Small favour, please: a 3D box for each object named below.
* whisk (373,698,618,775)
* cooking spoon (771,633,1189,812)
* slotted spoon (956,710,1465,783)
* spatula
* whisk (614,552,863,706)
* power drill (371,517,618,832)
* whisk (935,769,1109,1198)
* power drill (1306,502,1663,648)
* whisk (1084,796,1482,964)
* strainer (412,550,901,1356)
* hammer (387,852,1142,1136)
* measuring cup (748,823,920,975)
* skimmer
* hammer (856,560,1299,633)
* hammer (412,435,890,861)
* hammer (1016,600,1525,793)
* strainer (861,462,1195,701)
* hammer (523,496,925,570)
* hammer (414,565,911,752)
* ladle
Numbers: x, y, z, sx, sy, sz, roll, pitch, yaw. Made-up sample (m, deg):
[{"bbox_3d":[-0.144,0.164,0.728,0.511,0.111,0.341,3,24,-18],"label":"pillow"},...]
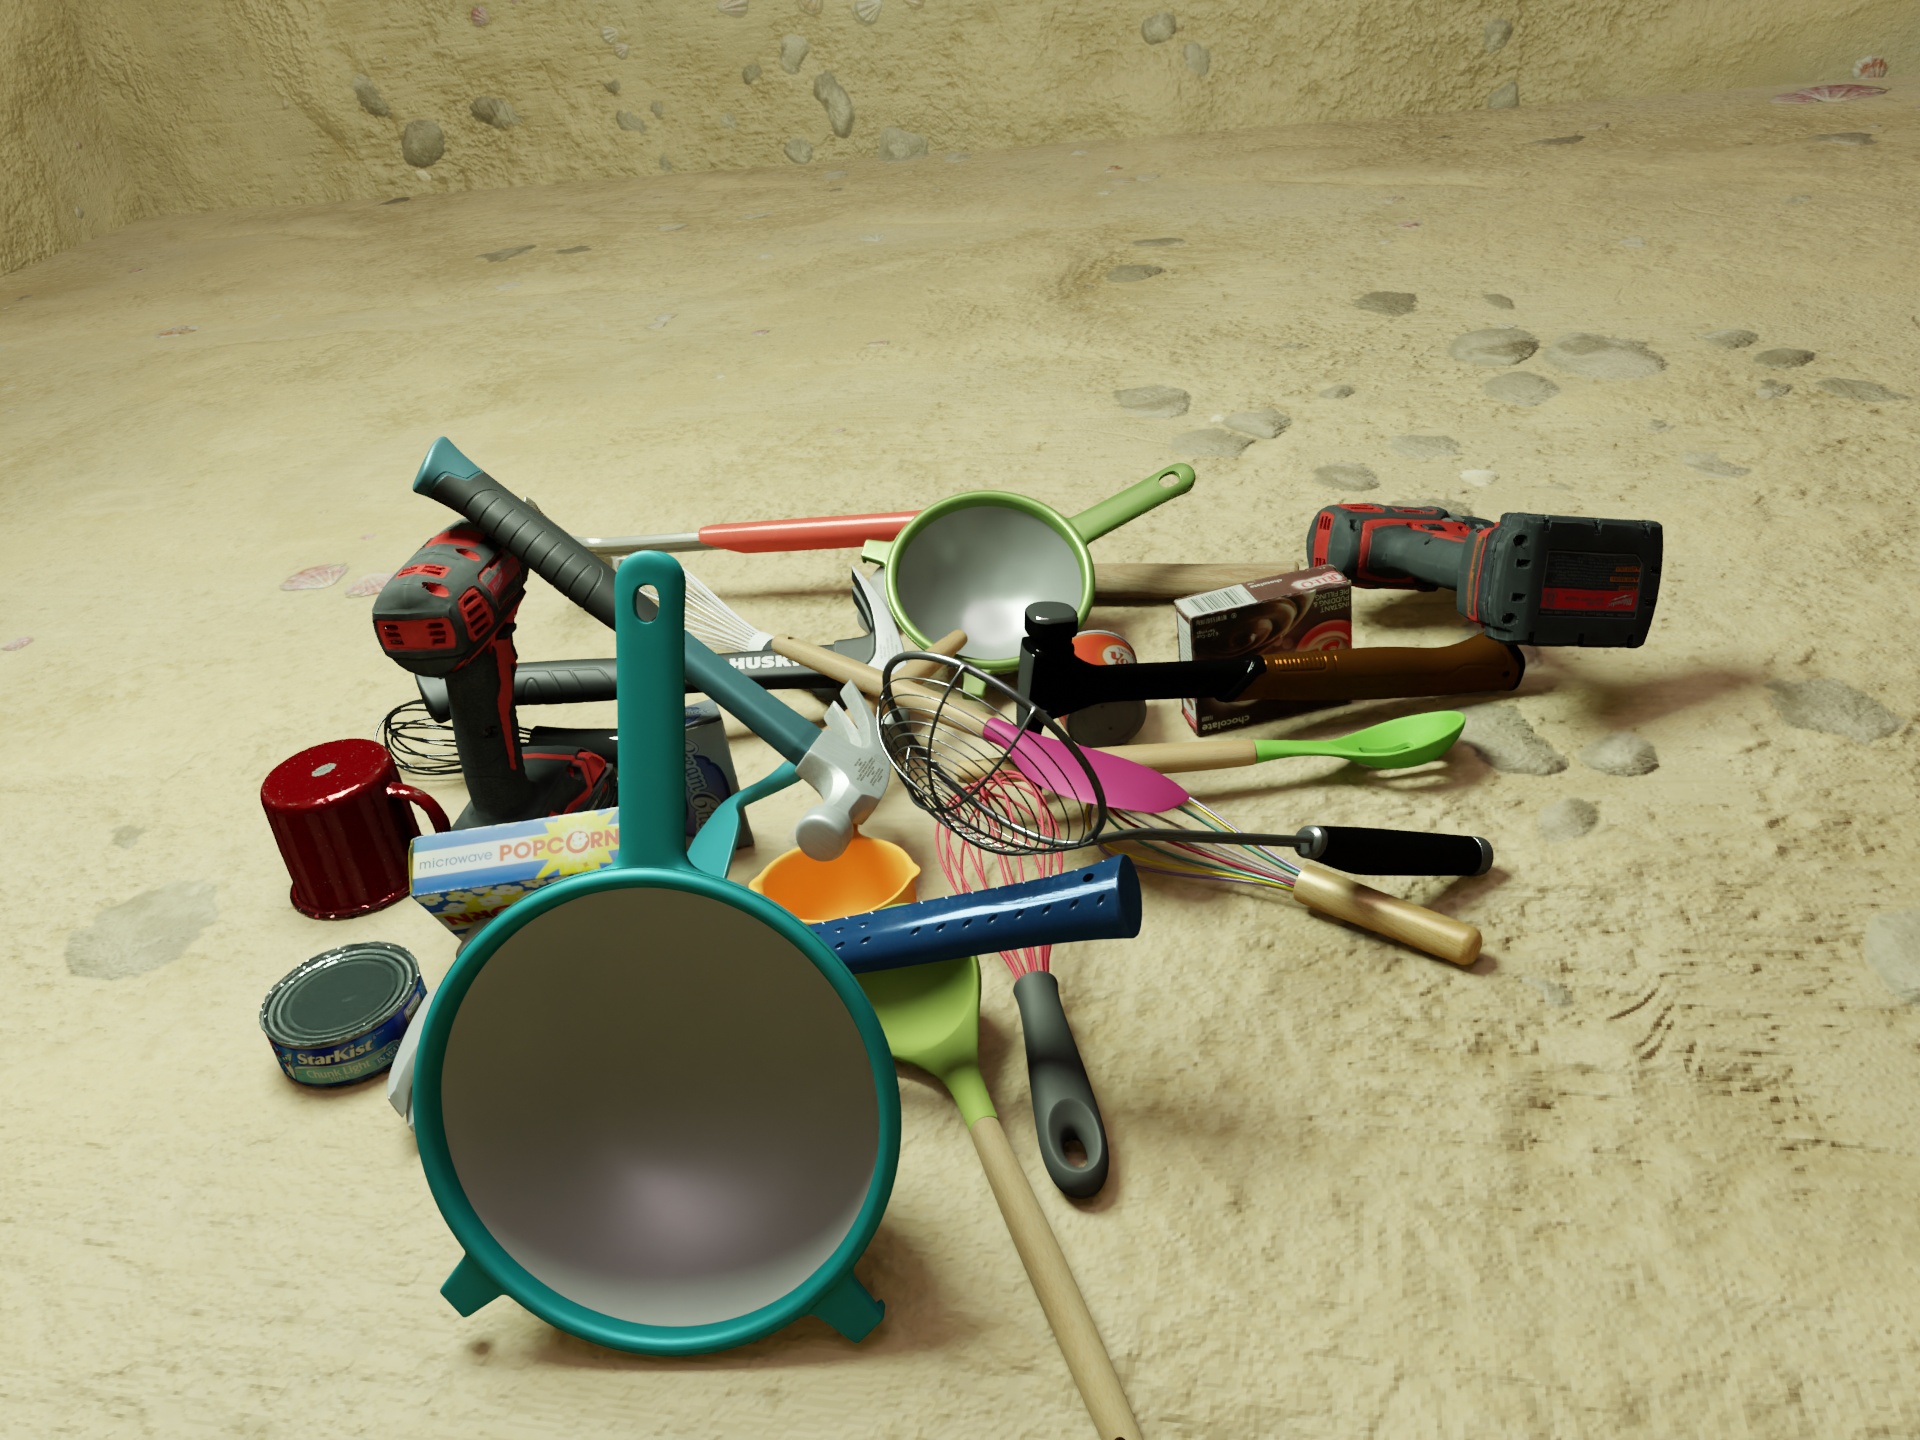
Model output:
[{"bbox_3d":[-0.294,0.017,1.102,0.239,0.055,0.055,3,32,10],"label":"whisk"},{"bbox_3d":[-0.002,-0.003,0.970,0.319,0.017,0.068,22,27,35],"label":"cooking spoon"},{"bbox_3d":[0.154,0.021,0.976,0.313,0.031,0.070,-4,11,-2],"label":"slotted spoon"},{"bbox_3d":[-0.083,0.028,0.992,0.082,0.044,0.317,-30,8,48],"label":"spatula"},{"bbox_3d":[-0.169,-0.064,1.200,0.285,0.070,0.070,25,44,35],"label":"whisk"},{"bbox_3d":[-0.282,-0.016,0.978,0.078,0.219,0.143,-2,31,10],"label":"power drill"},{"bbox_3d":[0.035,0.126,0.833,0.073,0.073,0.296,-10,37,-3],"label":"whisk"},{"bbox_3d":[0.365,-0.106,1.070,0.187,0.080,0.227,0,12,-19],"label":"power drill"},{"bbox_3d":[0.173,0.079,0.889,0.245,0.051,0.047,20,35,34],"label":"whisk"},{"bbox_3d":[-0.124,0.097,0.701,0.211,0.340,0.095,1,4,7],"label":"strainer"},{"bbox_3d":[-0.108,0.126,0.794,0.405,0.035,0.144,-13,31,20],"label":"hammer"},{"bbox_3d":[-0.066,0.091,0.920,0.095,0.052,0.174,-5,24,3],"label":"measuring cup"},{"bbox_3d":[0.130,0.030,0.811,0.363,0.090,0.127,6,-12,-26],"label":"skimmer"},{"bbox_3d":[0.093,-0.109,1.231,0.331,0.031,0.130,1,32,14],"label":"hammer"},{"bbox_3d":[-0.179,-0.052,0.918,0.331,0.033,0.128,37,31,-2],"label":"hammer"},{"bbox_3d":[0.200,-0.020,1.015,0.337,0.127,0.034,-3,28,-11],"label":"hammer"},{"bbox_3d":[0.064,-0.113,1.170,0.256,0.069,0.152,-30,67,-16],"label":"strainer"},{"bbox_3d":[-0.158,-0.148,1.256,0.359,0.037,0.149,-2,-13,13],"label":"hammer"},{"bbox_3d":[-0.204,-0.035,1.093,0.334,0.035,0.146,-3,52,-5],"label":"hammer"},{"bbox_3d":[0.013,0.198,0.717,0.078,0.062,0.320,-40,36,6],"label":"ladle"}]
